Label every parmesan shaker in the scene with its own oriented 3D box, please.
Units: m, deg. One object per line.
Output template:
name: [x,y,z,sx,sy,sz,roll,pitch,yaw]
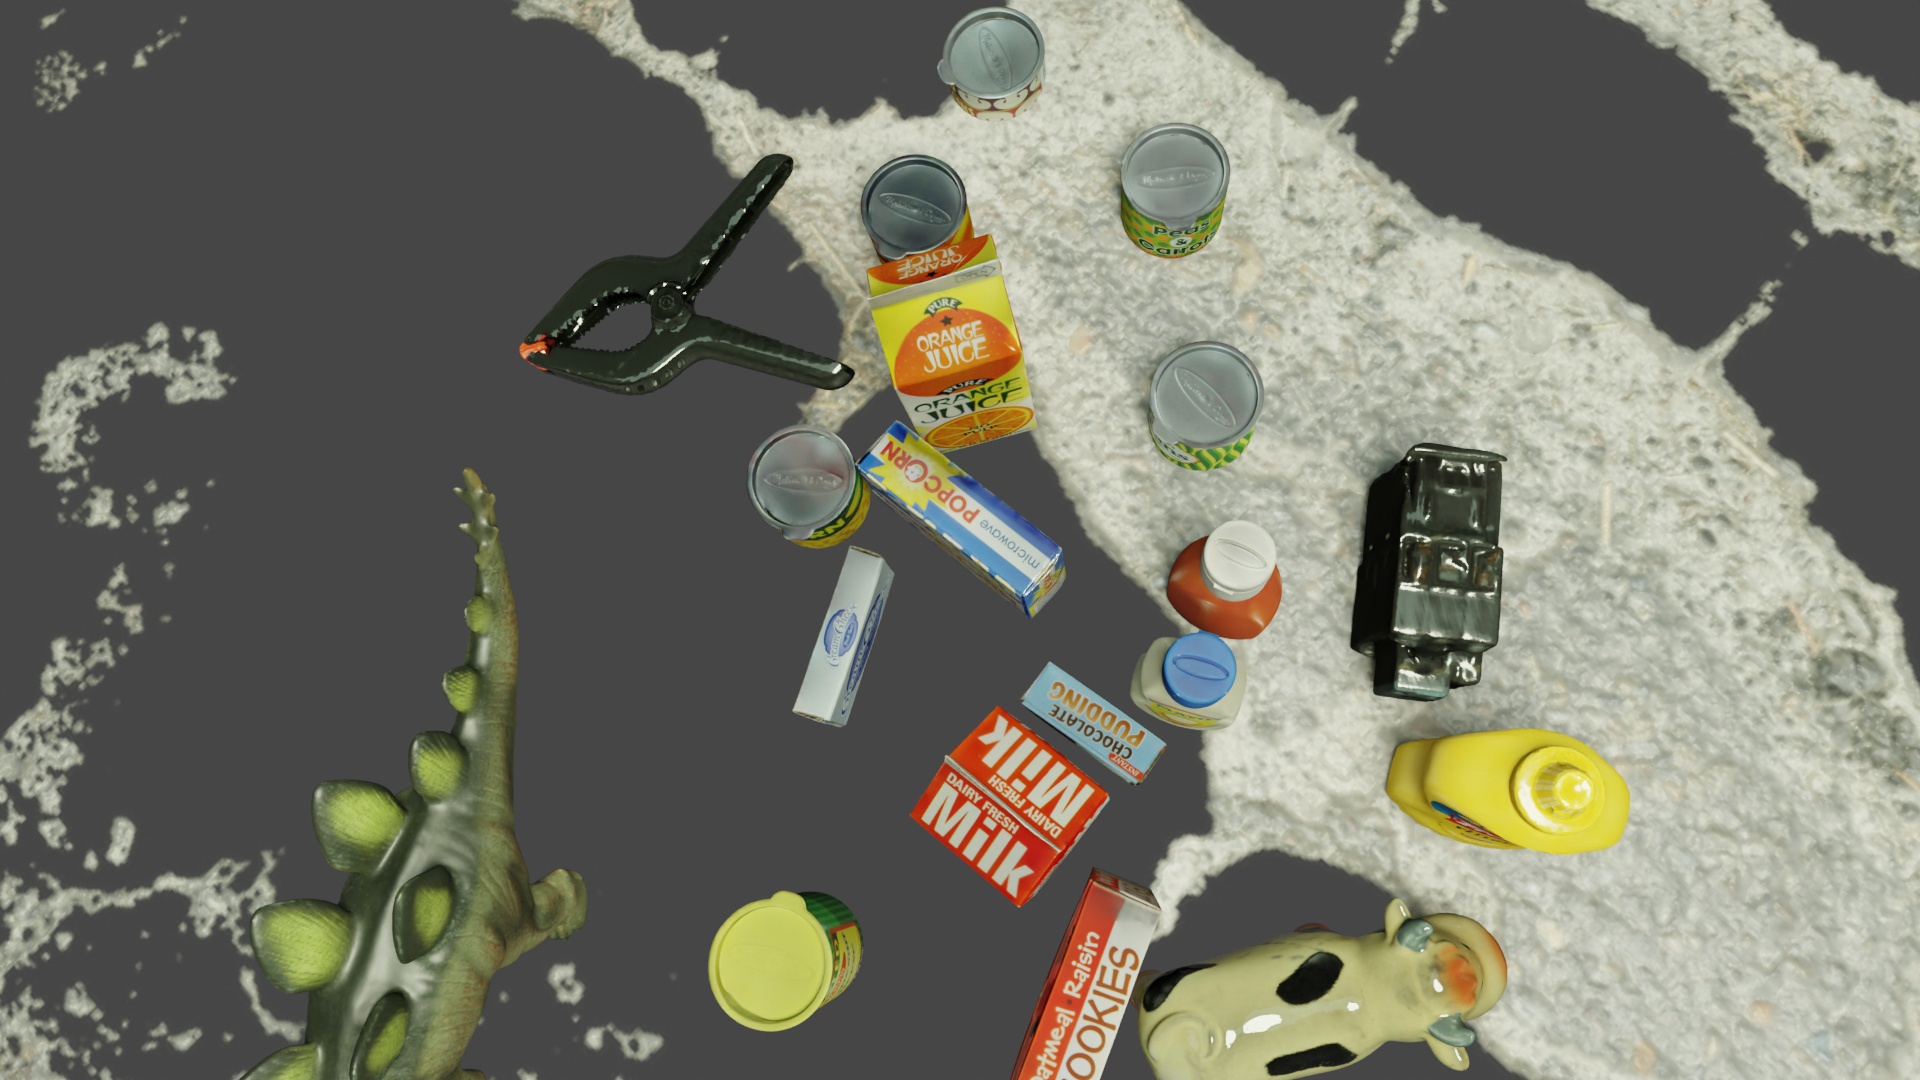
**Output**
parmesan shaker: [-0.093,0.229,0.774,0.071,0.103,0.071,-1,79,6]

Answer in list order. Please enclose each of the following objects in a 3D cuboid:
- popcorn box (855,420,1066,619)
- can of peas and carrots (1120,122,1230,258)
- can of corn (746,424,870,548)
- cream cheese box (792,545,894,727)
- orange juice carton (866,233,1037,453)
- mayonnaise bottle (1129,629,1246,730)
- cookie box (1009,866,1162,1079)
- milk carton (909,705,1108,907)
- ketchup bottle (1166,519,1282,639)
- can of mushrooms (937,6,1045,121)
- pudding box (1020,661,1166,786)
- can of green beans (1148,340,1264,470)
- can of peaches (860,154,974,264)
popcorn box: [0.003,-0.010,0.823,0.127,0.085,0.038,38,85,12]
can of peas and carrots: [0.133,-0.214,0.865,0.071,0.058,0.071,-1,78,6]
can of corn: [-0.092,-0.029,0.851,0.071,0.058,0.071,-1,78,6]
cream cheese box: [-0.068,0.059,0.832,0.024,0.053,0.104,17,81,9]
orange juice carton: [-0.004,-0.113,0.790,0.072,0.192,0.073,-15,78,3]
mayonnaise bottle: [0.126,0.077,0.759,0.065,0.148,0.041,15,81,9]
cookie box: [0.063,0.237,0.723,0.040,0.167,0.123,20,82,10]
milk carton: [0.029,0.140,0.735,0.072,0.190,0.073,38,85,12]
ketchup bottle: [0.148,0.022,0.768,0.065,0.148,0.043,26,83,10]
can of mushrooms: [0.021,-0.311,0.910,0.071,0.033,0.071,-1,78,6]
pudding box: [0.077,0.107,0.809,0.084,0.049,0.030,35,84,12]
can of green beans: [0.146,-0.080,0.836,0.071,0.057,0.071,-1,78,6]
can of peaches: [-0.027,-0.199,0.880,0.071,0.058,0.071,-1,78,6]
